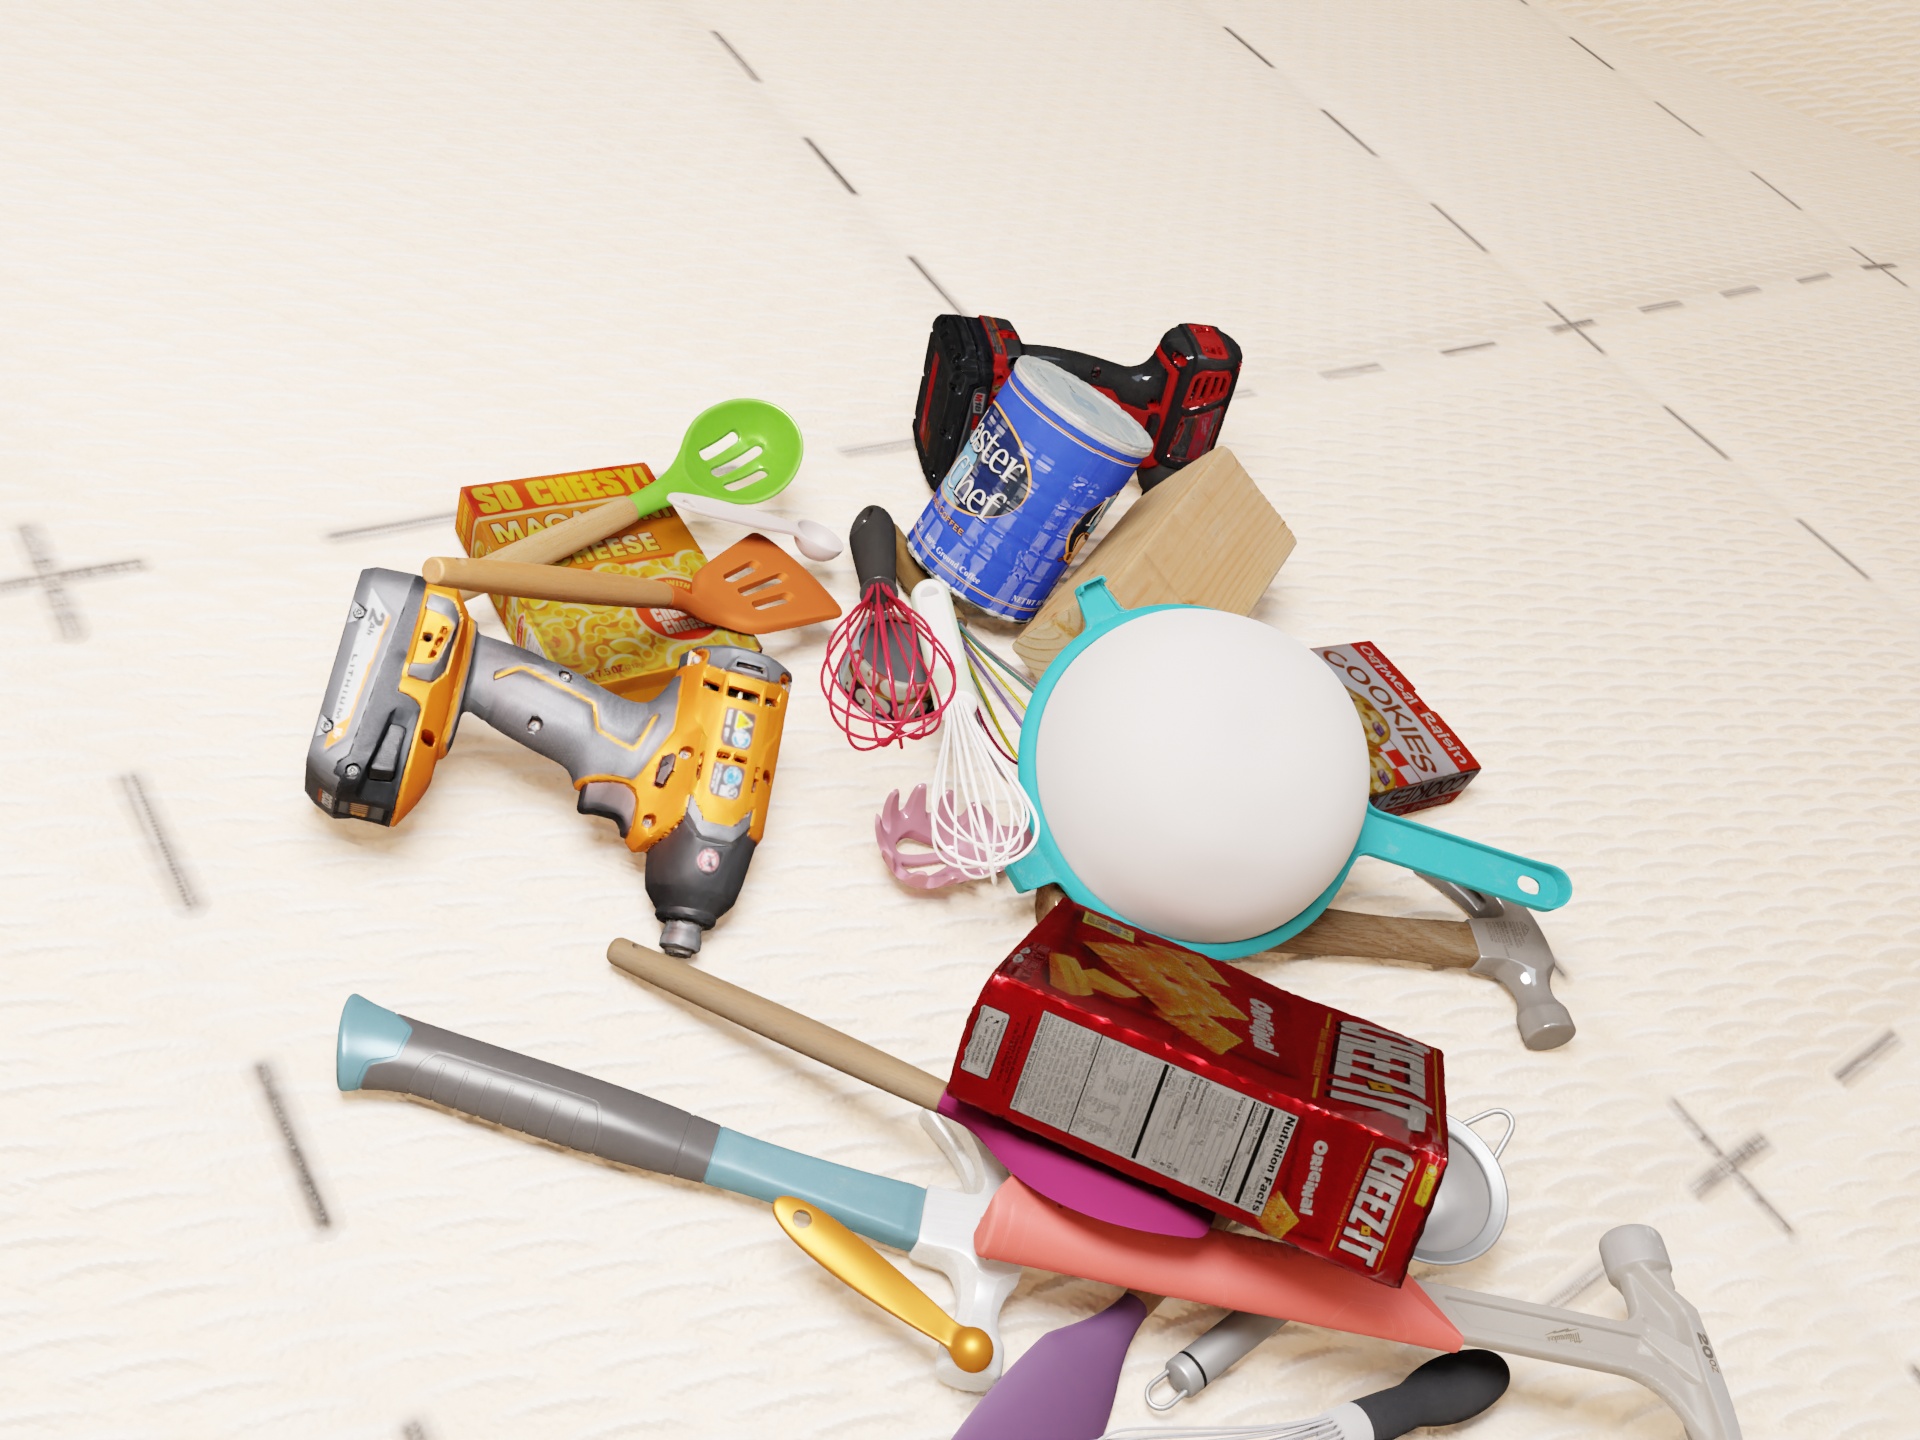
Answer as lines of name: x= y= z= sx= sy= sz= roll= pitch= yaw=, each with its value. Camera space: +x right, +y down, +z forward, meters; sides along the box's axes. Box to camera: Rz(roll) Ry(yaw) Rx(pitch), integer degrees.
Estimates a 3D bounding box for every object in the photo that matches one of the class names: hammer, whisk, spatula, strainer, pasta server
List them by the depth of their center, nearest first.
whisk: x=0.149 y=0.329 z=0.711 sx=0.284 sy=0.070 sz=0.070 roll=-3 pitch=50 yaw=-32
hammer: x=-0.127 y=0.196 z=0.729 sx=0.331 sy=0.033 sz=0.128 roll=19 pitch=45 yaw=-5
hammer: x=0.182 y=0.272 z=0.729 sx=0.359 sy=0.036 sz=0.149 roll=14 pitch=39 yaw=-8
spatula: x=0.100 y=0.268 z=0.767 sx=0.316 sy=0.018 sz=0.060 roll=-33 pitch=92 yaw=-43
strainer: x=0.186 y=0.268 z=0.793 sx=0.258 sy=0.050 sz=0.087 roll=-23 pitch=56 yaw=-31
spatula: x=-0.167 y=-0.075 z=0.845 sx=0.081 sy=0.041 sz=0.322 roll=43 pitch=15 yaw=15
strainer: x=0.204 y=0.041 z=0.885 sx=0.340 sy=0.095 sz=0.211 roll=18 pitch=70 yaw=-7
whisk: x=-0.001 y=-0.003 z=0.906 sx=0.058 sy=0.059 sz=0.247 roll=-13 pitch=43 yaw=-1
whisk: x=-0.048 y=-0.066 z=0.933 sx=0.073 sy=0.073 sz=0.296 roll=13 pitch=27 yaw=-12
hammer: x=0.202 y=0.121 z=0.943 sx=0.331 sy=0.031 sz=0.130 roll=8 pitch=47 yaw=-16
pasta server: x=0.089 y=0.061 z=0.946 sx=0.316 sy=0.040 sz=0.060 roll=-4 pitch=59 yaw=-28
whisk: x=0.004 y=-0.045 z=1.008 sx=0.047 sy=0.051 sz=0.245 roll=-16 pitch=54 yaw=-27

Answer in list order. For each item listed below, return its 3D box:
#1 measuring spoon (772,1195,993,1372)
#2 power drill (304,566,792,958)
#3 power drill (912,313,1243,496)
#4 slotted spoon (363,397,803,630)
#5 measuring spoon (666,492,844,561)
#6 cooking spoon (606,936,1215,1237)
measuring spoon: x=-0.034 y=0.243 z=0.694 sx=0.117 sy=0.011 sz=0.021 roll=34 pitch=47 yaw=9
power drill: x=-0.206 y=0.023 z=0.808 sx=0.226 sy=0.084 sz=0.164 roll=15 pitch=68 yaw=-18
power drill: x=0.083 y=-0.218 z=1.144 sx=0.219 sy=0.143 sz=0.079 roll=0 pitch=45 yaw=-15
slotted spoon: x=-0.215 y=-0.116 z=0.930 sx=0.314 sy=0.031 sz=0.070 roll=-34 pitch=86 yaw=-38
measuring spoon: x=-0.127 y=-0.117 z=0.974 sx=0.124 sy=0.018 sz=0.034 roll=11 pitch=32 yaw=-37
cooking spoon: x=-0.031 y=0.168 z=0.750 sx=0.319 sy=0.017 sz=0.069 roll=20 pitch=16 yaw=16
